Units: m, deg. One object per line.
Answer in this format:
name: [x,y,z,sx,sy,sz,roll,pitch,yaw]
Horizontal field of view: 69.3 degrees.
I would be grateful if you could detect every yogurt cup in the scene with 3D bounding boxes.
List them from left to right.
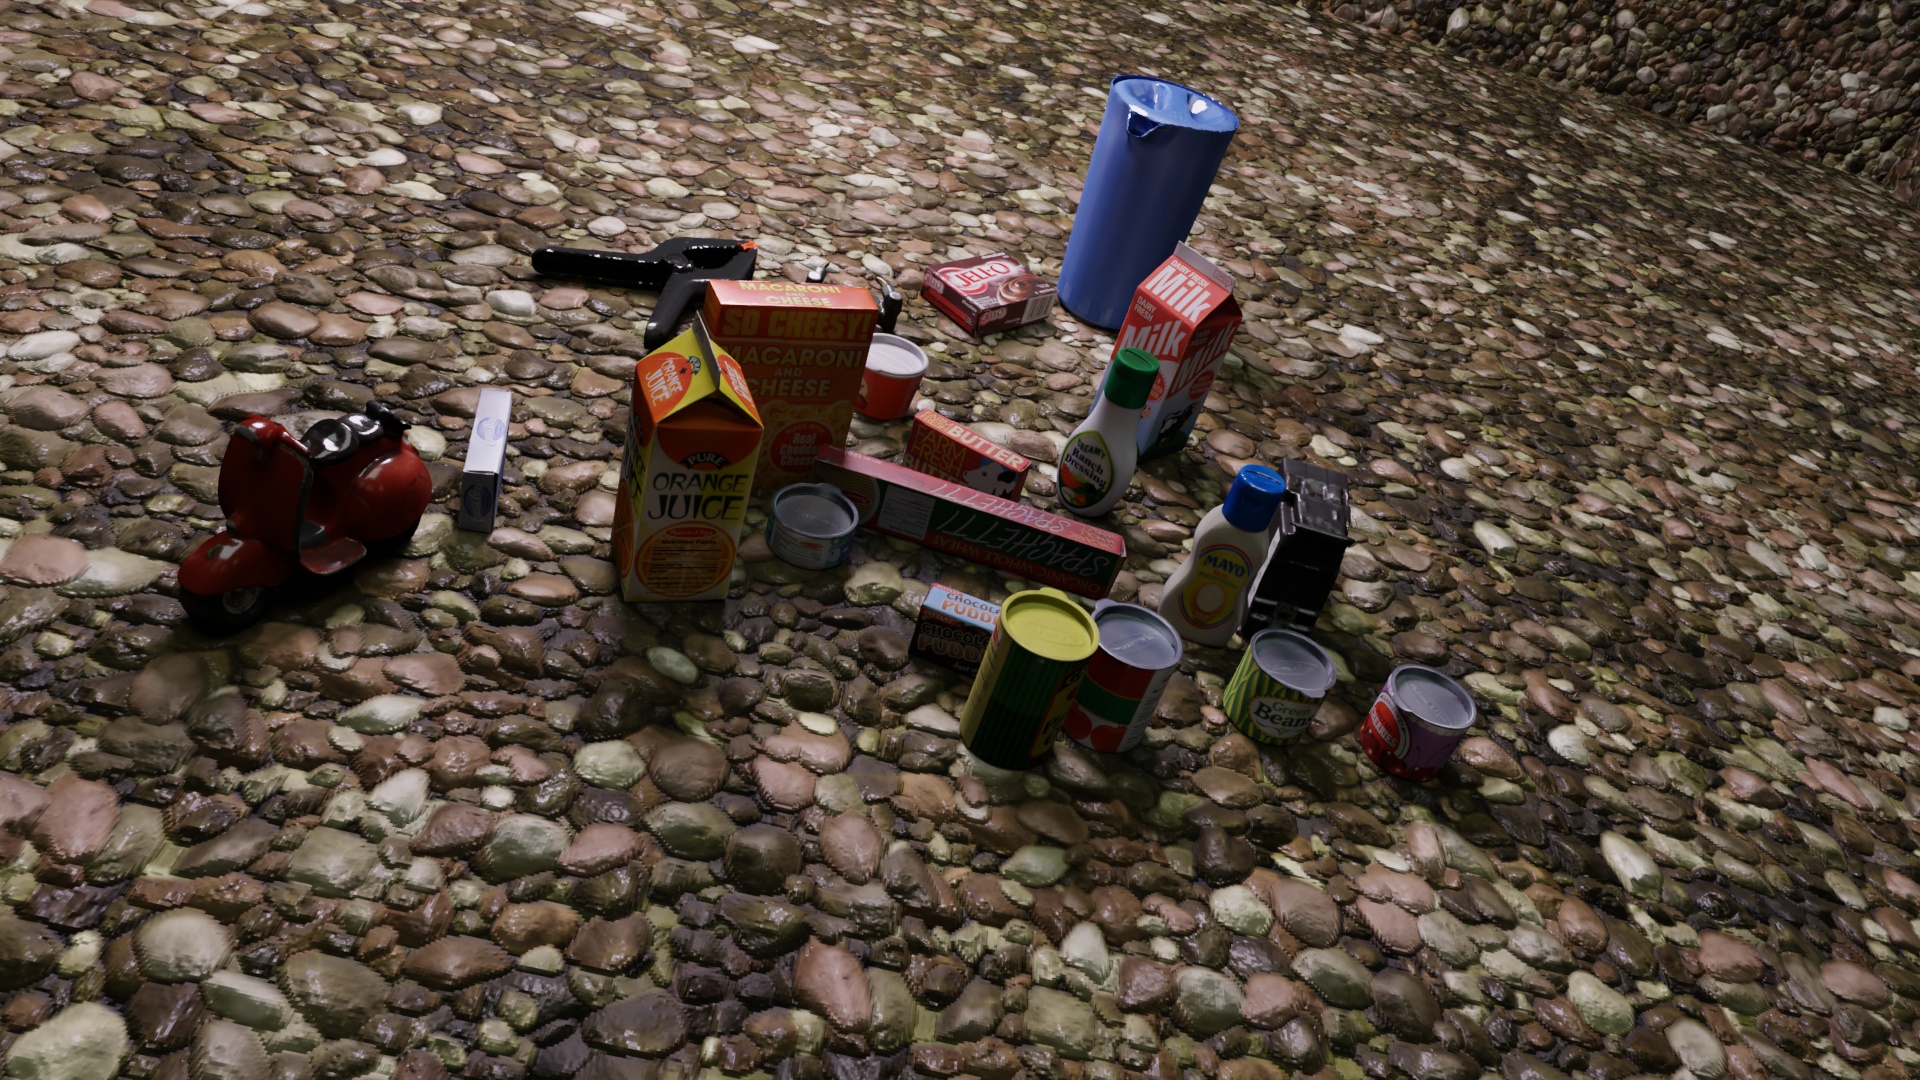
yogurt cup: [-0.067,-0.142,1.217,0.072,0.053,0.073,12,36,-9]

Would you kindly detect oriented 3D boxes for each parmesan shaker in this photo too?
parmesan shaker: [0.045,0.091,0.914,0.071,0.102,0.072,12,36,-9]

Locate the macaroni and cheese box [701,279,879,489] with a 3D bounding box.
macaroni and cheese box: [-0.141,-0.115,1.052,0.124,0.165,0.040,-2,40,-26]

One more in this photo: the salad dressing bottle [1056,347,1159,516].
salad dressing bottle: [0.124,-0.089,1.151,0.064,0.146,0.044,39,40,26]

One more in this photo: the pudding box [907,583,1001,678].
pudding box: [0.010,0.068,0.975,0.084,0.049,0.030,21,35,4]

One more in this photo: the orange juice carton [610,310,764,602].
orange juice carton: [-0.183,-0.053,0.928,0.073,0.191,0.072,0,39,-25]

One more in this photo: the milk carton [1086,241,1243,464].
milk carton: [0.188,-0.169,1.249,0.074,0.189,0.072,-19,49,-40]

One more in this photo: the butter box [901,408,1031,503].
butter box: [0.003,-0.063,1.143,0.103,0.052,0.024,29,37,14]

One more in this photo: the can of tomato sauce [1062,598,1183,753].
can of tomato sauce: [0.106,0.093,0.955,0.071,0.082,0.071,12,36,-9]

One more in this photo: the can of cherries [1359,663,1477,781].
can of cherries: [0.333,0.134,1.022,0.071,0.058,0.072,12,36,-9]

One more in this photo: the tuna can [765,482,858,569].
tuna can: [-0.111,-0.012,1.042,0.071,0.032,0.071,12,36,-9]

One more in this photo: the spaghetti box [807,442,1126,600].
spaghetti box: [0.004,-0.014,1.080,0.250,0.049,0.029,17,35,-2]

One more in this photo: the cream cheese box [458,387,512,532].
cream cheese box: [-0.336,-0.058,0.986,0.024,0.053,0.104,7,37,-16]

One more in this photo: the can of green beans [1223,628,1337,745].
can of green beans: [0.232,0.107,1.014,0.071,0.057,0.071,12,36,-9]

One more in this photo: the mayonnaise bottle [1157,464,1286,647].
mayonnaise bottle: [0.201,0.011,1.051,0.065,0.147,0.041,21,35,3]
